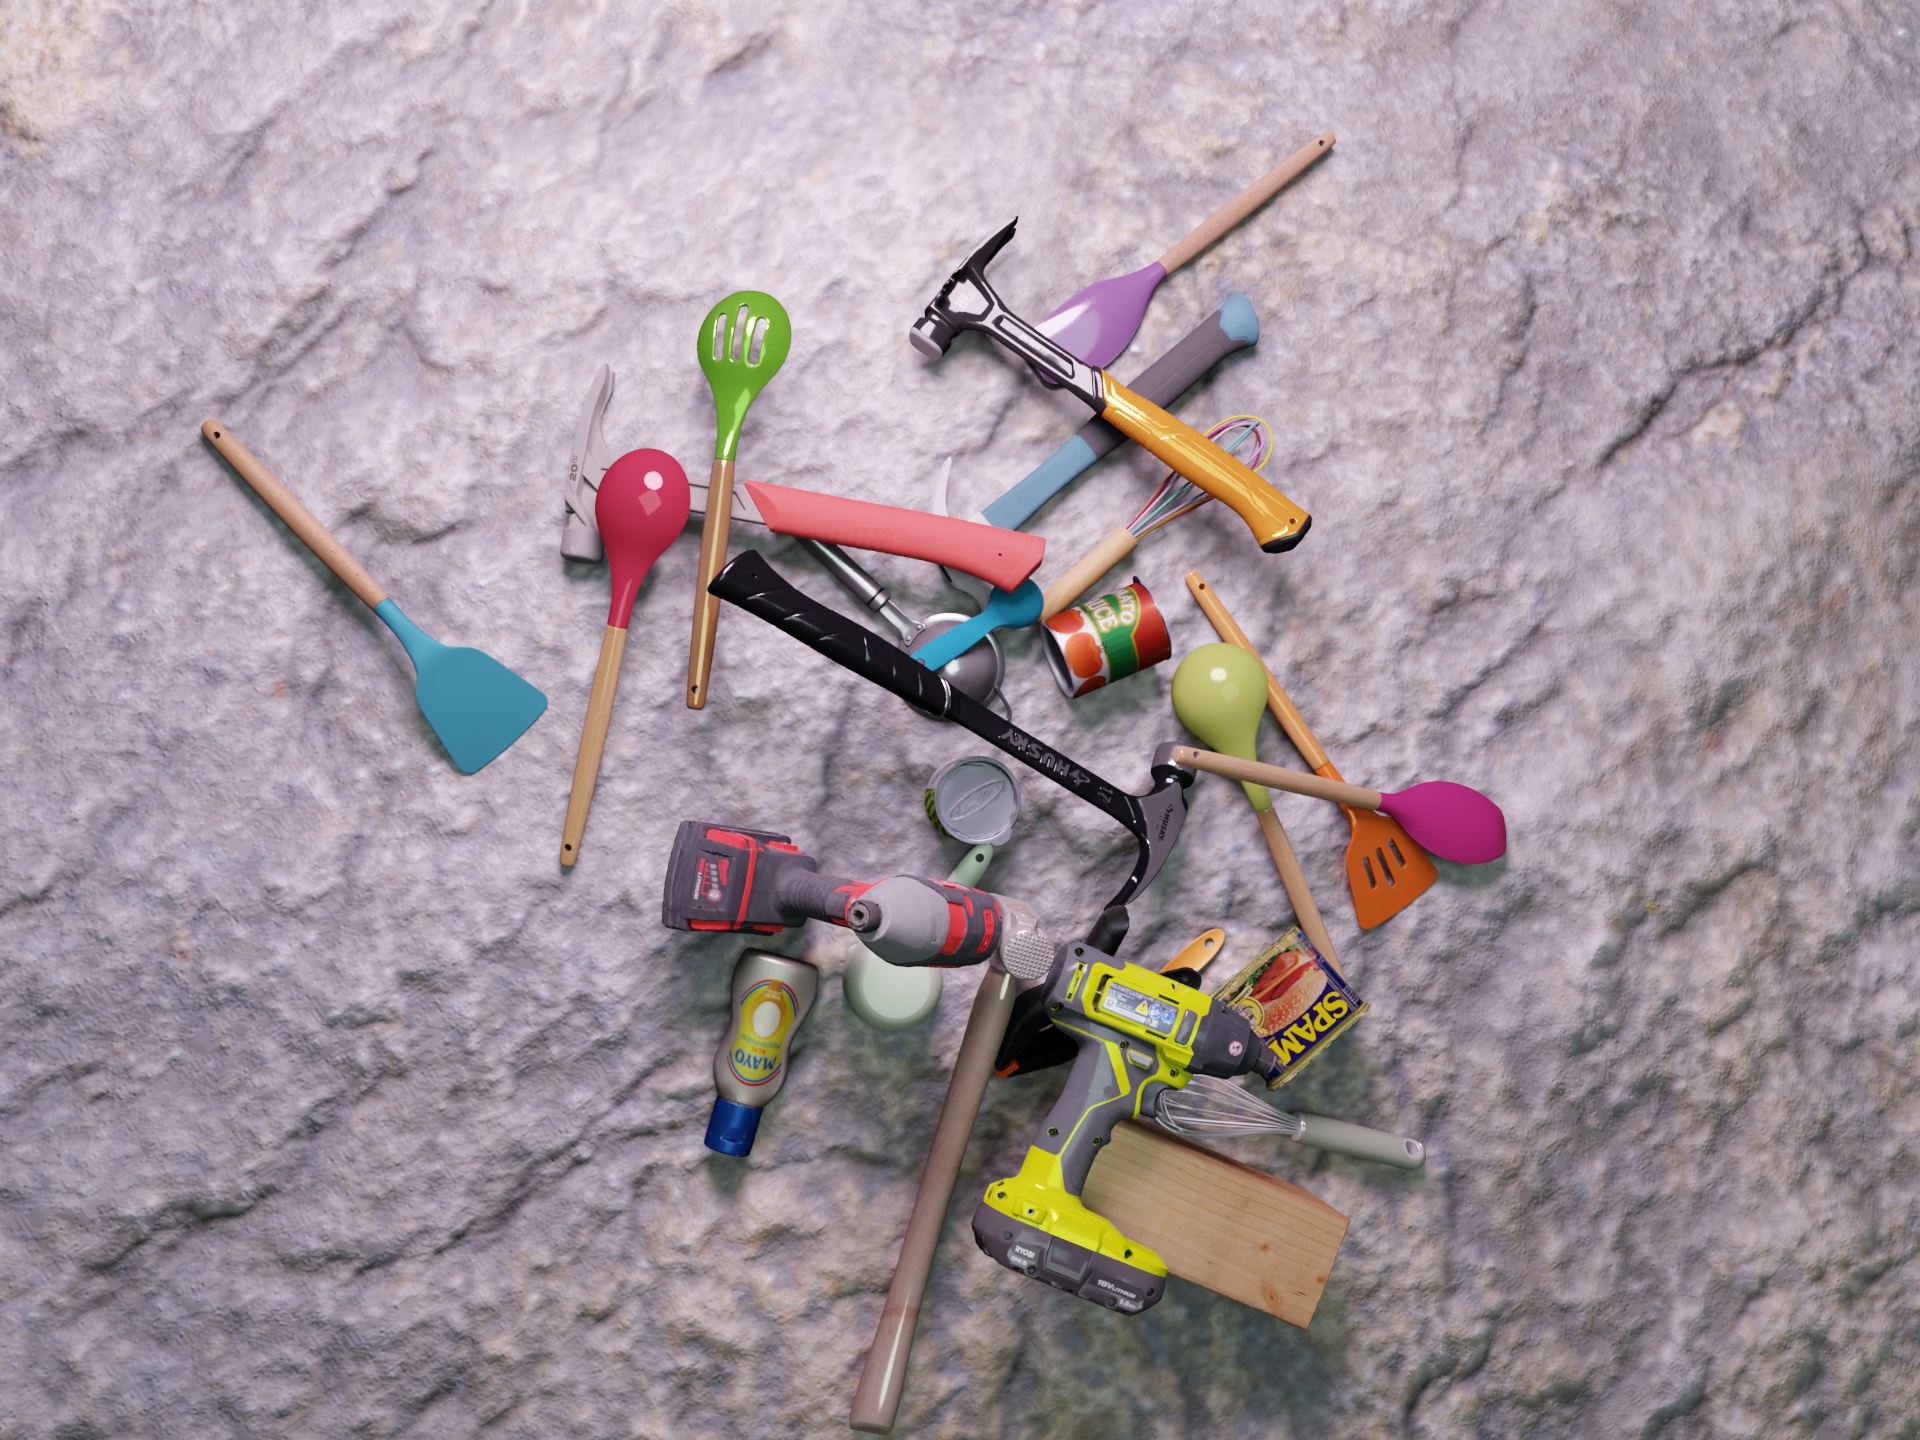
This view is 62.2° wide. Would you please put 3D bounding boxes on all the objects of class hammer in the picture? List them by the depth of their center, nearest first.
[{"bbox_3d":[-0.002,-0.004,1.158,0.408,0.036,0.149,30,60,-19],"label":"hammer"},{"bbox_3d":[-0.014,0.331,1.186,0.038,0.146,0.410,16,95,-9],"label":"hammer"},{"bbox_3d":[-0.113,-0.163,1.189,0.359,0.036,0.149,10,87,1],"label":"hammer"},{"bbox_3d":[0.130,-0.244,1.219,0.337,0.034,0.127,36,79,3],"label":"hammer"},{"bbox_3d":[0.110,-0.222,1.254,0.331,0.033,0.128,-41,95,-8],"label":"hammer"}]

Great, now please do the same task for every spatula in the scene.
[{"bbox_3d":[-0.442,-0.100,1.169,0.082,0.044,0.317,-44,90,-8],"label":"spatula"},{"bbox_3d":[0.272,0.017,1.275,0.081,0.041,0.322,-34,89,-10],"label":"spatula"},{"bbox_3d":[0.182,-0.376,1.279,0.316,0.018,0.059,-40,97,-7],"label":"spatula"}]

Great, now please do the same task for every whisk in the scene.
[{"bbox_3d":[0.256,0.318,1.249,0.246,0.059,0.058,16,48,-12],"label":"whisk"},{"bbox_3d":[0.152,-0.157,1.253,0.245,0.051,0.047,-41,100,-5],"label":"whisk"}]

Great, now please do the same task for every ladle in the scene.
[{"bbox_3d":[-0.258,-0.044,1.167,0.069,0.031,0.315,14,97,2],"label":"ladle"},{"bbox_3d":[0.252,0.088,1.262,0.078,0.062,0.320,-21,100,22],"label":"ladle"}]

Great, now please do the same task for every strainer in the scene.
[{"bbox_3d":[-0.058,-0.085,1.220,0.258,0.050,0.087,43,97,-2],"label":"strainer"}]

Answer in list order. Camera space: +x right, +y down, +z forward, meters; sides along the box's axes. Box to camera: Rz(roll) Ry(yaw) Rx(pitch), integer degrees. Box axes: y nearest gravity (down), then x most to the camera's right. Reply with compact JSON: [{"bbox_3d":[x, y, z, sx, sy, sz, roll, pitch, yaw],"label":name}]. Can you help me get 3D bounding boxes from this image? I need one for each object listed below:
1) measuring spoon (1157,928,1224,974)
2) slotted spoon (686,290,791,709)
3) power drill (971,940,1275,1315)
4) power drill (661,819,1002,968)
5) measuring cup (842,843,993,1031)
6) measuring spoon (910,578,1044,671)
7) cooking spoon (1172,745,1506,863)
[{"bbox_3d":[0.164,0.204,1.257,0.117,0.011,0.021,-39,93,-12],"label":"measuring spoon"},{"bbox_3d":[-0.173,-0.163,1.159,0.070,0.031,0.314,7,88,6],"label":"slotted spoon"},{"bbox_3d":[0.114,0.289,1.121,0.171,0.080,0.223,23,80,-4],"label":"power drill"},{"bbox_3d":[-0.095,0.126,1.108,0.220,0.143,0.078,8,85,32],"label":"power drill"},{"bbox_3d":[-0.024,0.162,1.213,0.083,0.038,0.167,37,85,-6],"label":"measuring cup"},{"bbox_3d":[0.010,-0.070,1.194,0.128,0.021,0.042,-34,84,-18],"label":"measuring spoon"},{"bbox_3d":[0.303,0.058,1.238,0.318,0.017,0.069,13,65,-22],"label":"cooking spoon"}]
